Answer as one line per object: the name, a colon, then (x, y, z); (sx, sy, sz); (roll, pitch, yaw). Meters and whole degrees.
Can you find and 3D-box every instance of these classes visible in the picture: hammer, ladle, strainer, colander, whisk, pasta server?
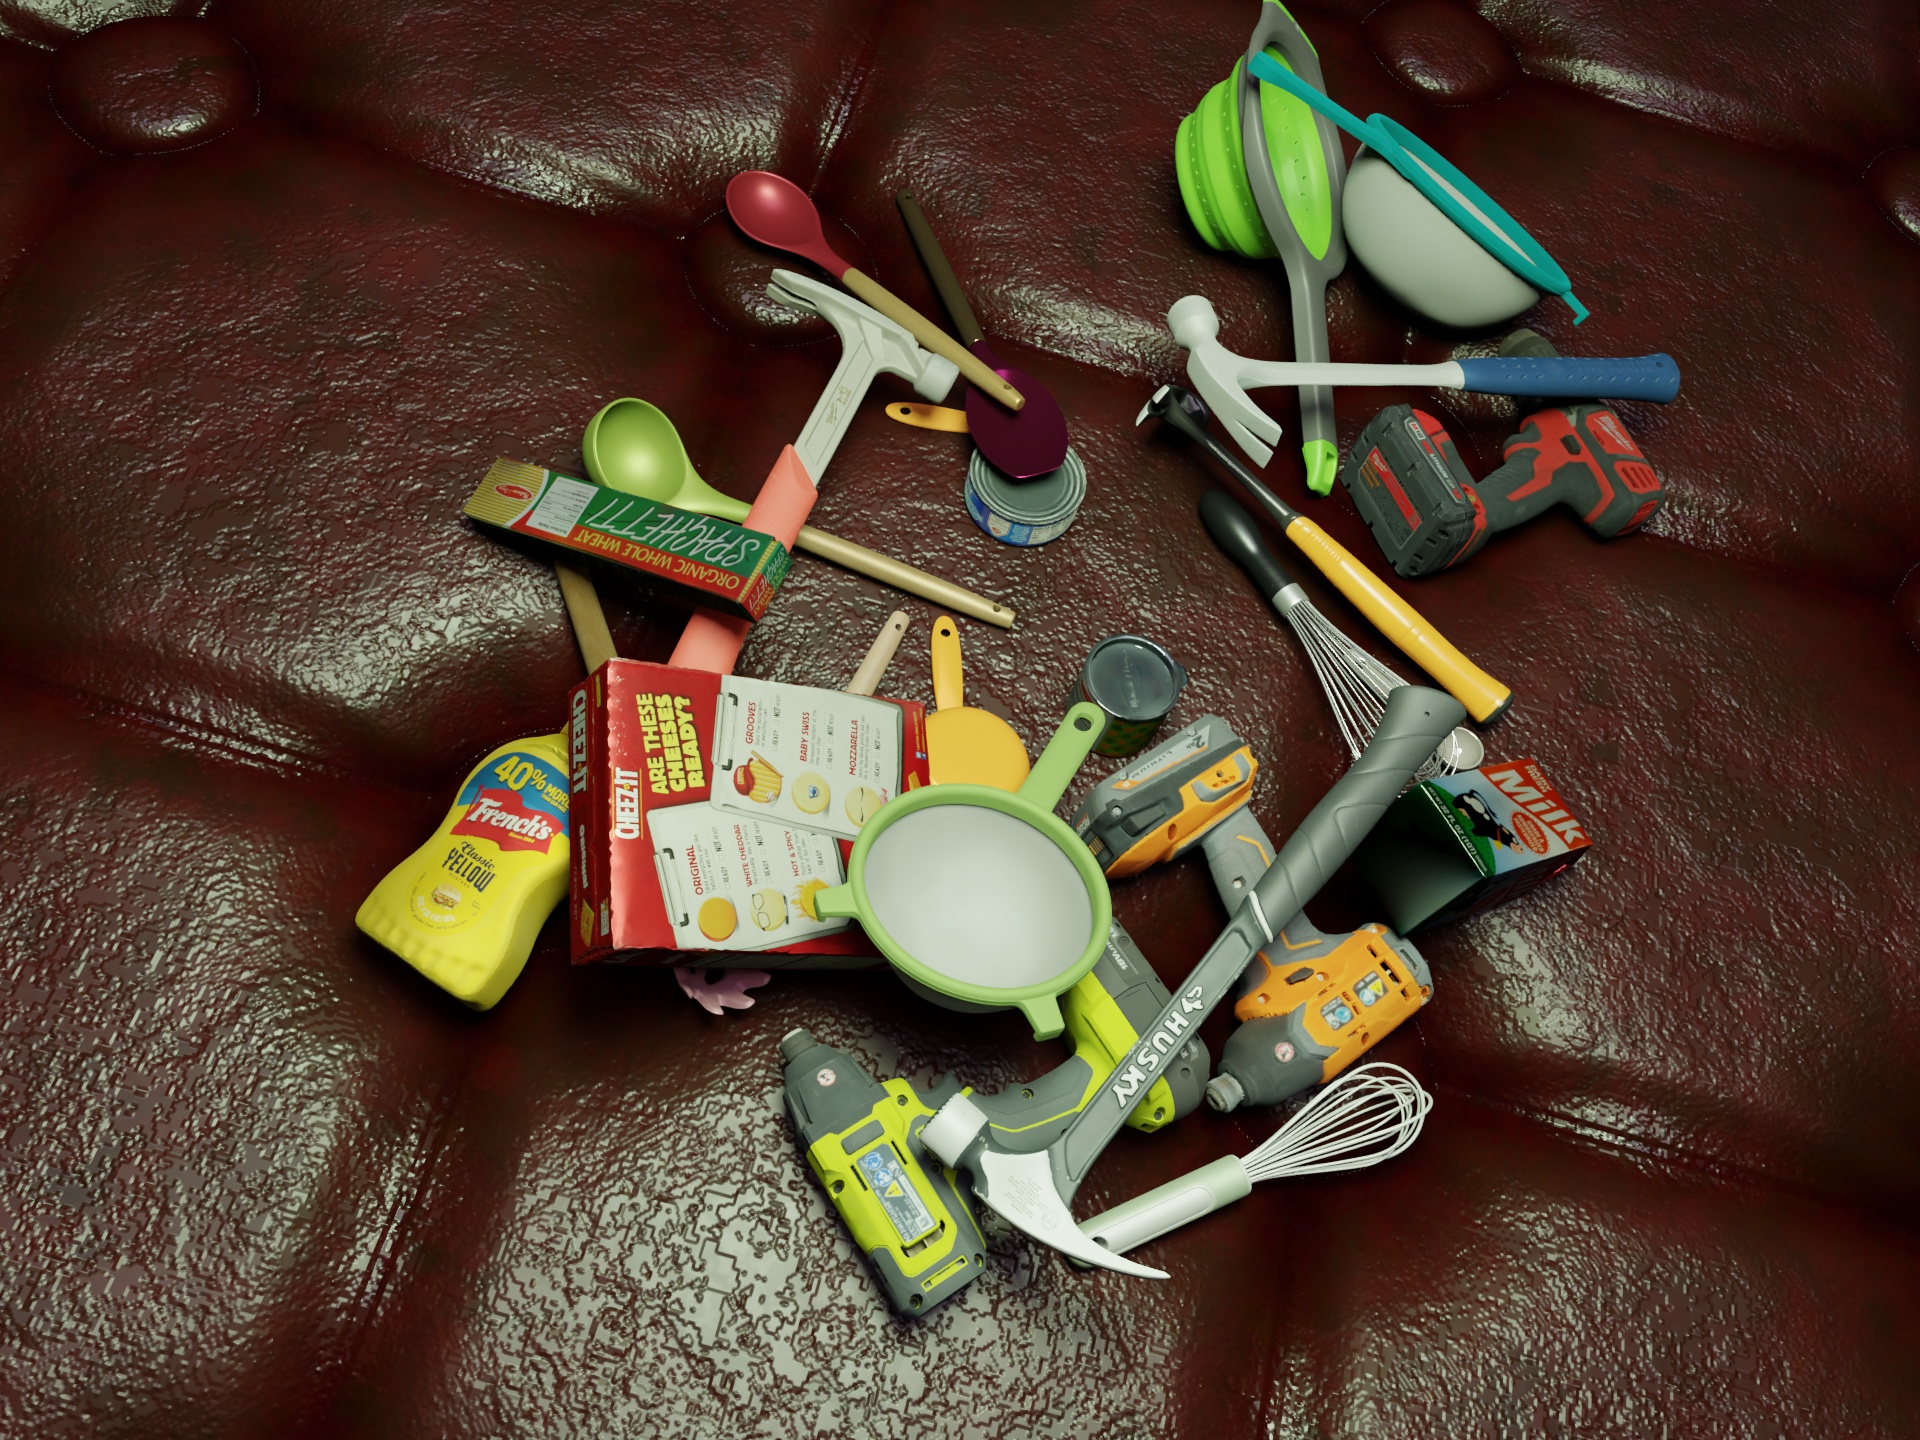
hammer: (0.163, 0.130, 0.907); (0.149, 0.036, 0.409); (40, 72, 11)
ladle: (-0.109, -0.135, 1.099); (0.320, 0.062, 0.078); (22, 60, -2)
hammer: (-0.129, -0.142, 1.059); (0.149, 0.036, 0.359); (27, 62, -7)
strainer: (0.329, -0.401, 1.247); (0.340, 0.095, 0.211); (20, 36, -31)
hammer: (0.263, -0.120, 1.144); (0.337, 0.034, 0.127); (45, 20, 8)
hammer: (0.356, -0.249, 1.168); (0.405, 0.035, 0.144); (-3, 54, -18)
colander: (0.238, -0.363, 1.262); (0.094, 0.204, 0.397); (-9, 77, 32)
ladle: (-0.065, -0.322, 1.195); (0.069, 0.031, 0.316); (-35, 64, -28)
whisk: (0.173, 0.267, 0.945); (0.246, 0.059, 0.058); (-20, 95, -15)
whisk: (0.253, -0.061, 1.127); (0.070, 0.070, 0.285); (-23, 64, -21)
pasta server: (-0.098, 0.048, 1.014); (0.060, 0.040, 0.316); (39, 57, -19)
strainer: (0.026, 0.082, 0.941); (0.151, 0.069, 0.256); (27, 43, 8)
whisk: (-0.220, -0.009, 1.024); (0.047, 0.051, 0.245); (-3, 57, -36)

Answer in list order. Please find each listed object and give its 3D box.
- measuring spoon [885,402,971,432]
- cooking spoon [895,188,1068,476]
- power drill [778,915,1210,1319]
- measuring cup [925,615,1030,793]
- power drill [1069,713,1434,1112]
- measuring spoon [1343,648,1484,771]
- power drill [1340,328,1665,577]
measuring spoon: (0.002, -0.227, 1.191); (0.117, 0.011, 0.021); (7, 61, -7)
cooking spoon: (0.005, -0.299, 1.204); (0.068, 0.017, 0.319); (-16, 58, -10)
power drill: (0.017, 0.212, 0.928); (0.223, 0.080, 0.171); (-28, 71, -19)
measuring cup: (-0.002, -0.003, 1.049); (0.095, 0.052, 0.174); (0, 65, -10)
power drill: (0.169, 0.126, 1.000); (0.164, 0.084, 0.226); (-31, 76, -23)
measuring spoon: (0.320, -0.007, 1.137); (0.034, 0.018, 0.124); (-35, 67, -24)
power drill: (0.411, -0.212, 1.226); (0.226, 0.080, 0.188); (-15, 66, -21)
